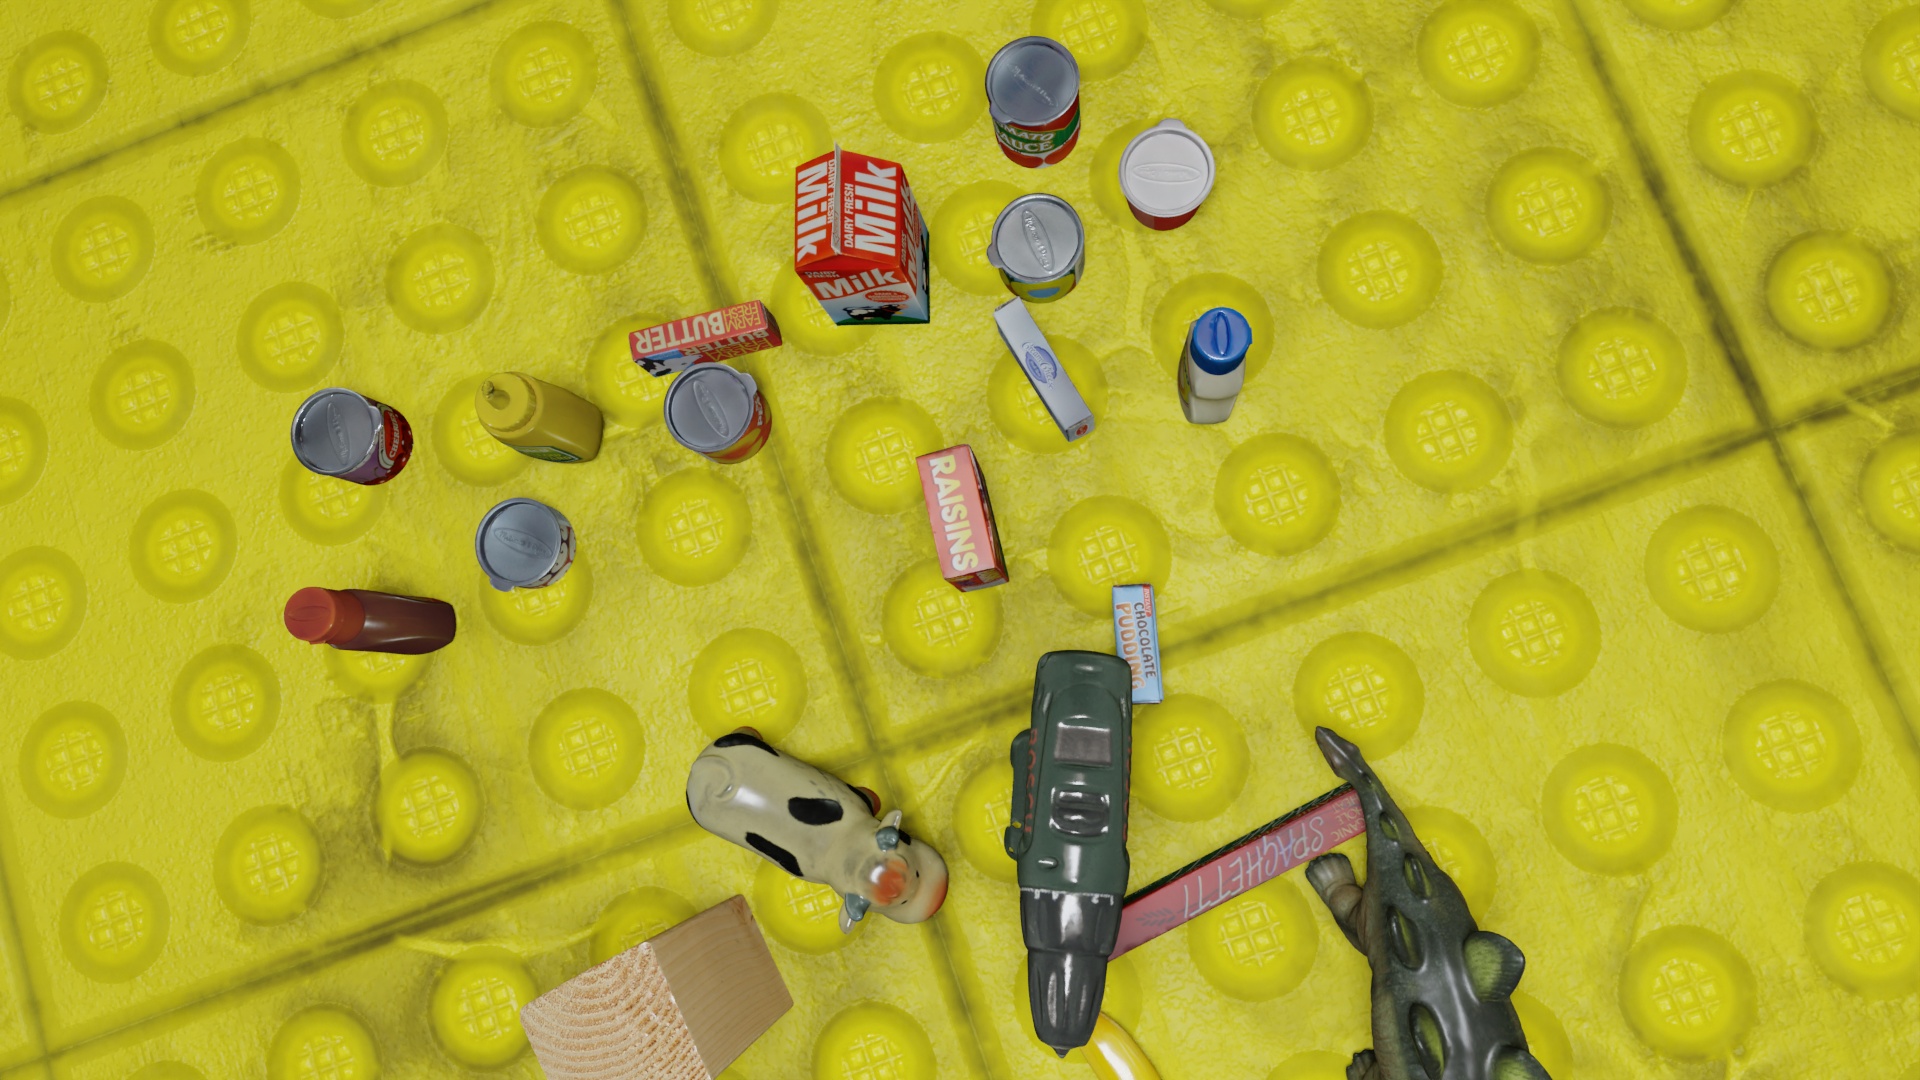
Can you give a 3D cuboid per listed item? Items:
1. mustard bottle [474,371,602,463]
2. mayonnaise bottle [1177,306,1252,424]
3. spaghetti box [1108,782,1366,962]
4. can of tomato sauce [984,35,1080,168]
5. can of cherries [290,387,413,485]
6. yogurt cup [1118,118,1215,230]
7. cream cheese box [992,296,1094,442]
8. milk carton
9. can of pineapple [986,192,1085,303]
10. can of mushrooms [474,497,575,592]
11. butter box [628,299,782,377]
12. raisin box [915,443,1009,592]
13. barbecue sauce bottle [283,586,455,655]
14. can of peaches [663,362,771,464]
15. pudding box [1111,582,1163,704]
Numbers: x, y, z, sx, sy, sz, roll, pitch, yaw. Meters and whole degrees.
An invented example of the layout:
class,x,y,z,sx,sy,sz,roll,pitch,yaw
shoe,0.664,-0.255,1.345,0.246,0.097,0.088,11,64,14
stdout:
class,x,y,z,sx,sy,sz,roll,pitch,yaw
mustard bottle,-0.304,-0.088,0.979,0.065,0.160,0.049,4,84,7
mayonnaise bottle,0.171,-0.121,0.941,0.041,0.148,0.065,-3,83,6
spaghetti box,0.176,0.229,0.945,0.250,0.050,0.029,-28,81,2
can of tomato sauce,0.053,-0.315,1.010,0.071,0.083,0.071,-1,83,6
can of cherries,-0.454,-0.077,1.045,0.071,0.058,0.071,-1,83,6
yogurt cup,0.149,-0.259,1.008,0.072,0.054,0.072,-1,83,6
cream cheese box,0.060,-0.122,1.000,0.024,0.053,0.104,-31,81,2
milk carton,-0.068,-0.205,0.954,0.073,0.190,0.072,-1,83,6
can of pineapple,0.056,-0.211,1.010,0.071,0.058,0.071,-1,83,6
can of mushrooms,-0.324,0.005,1.034,0.071,0.033,0.071,-1,83,6
butter box,-0.188,-0.149,1.029,0.103,0.053,0.024,-14,82,4
raisin box,0.003,-0.012,0.957,0.040,0.123,0.086,-13,82,4
barbecue sauce bottle,-0.417,0.057,0.979,0.065,0.148,0.043,-5,83,5
can of peaches,-0.175,-0.093,1.018,0.071,0.058,0.071,-1,83,6
pudding box,0.124,0.073,0.971,0.030,0.049,0.084,-5,83,5
